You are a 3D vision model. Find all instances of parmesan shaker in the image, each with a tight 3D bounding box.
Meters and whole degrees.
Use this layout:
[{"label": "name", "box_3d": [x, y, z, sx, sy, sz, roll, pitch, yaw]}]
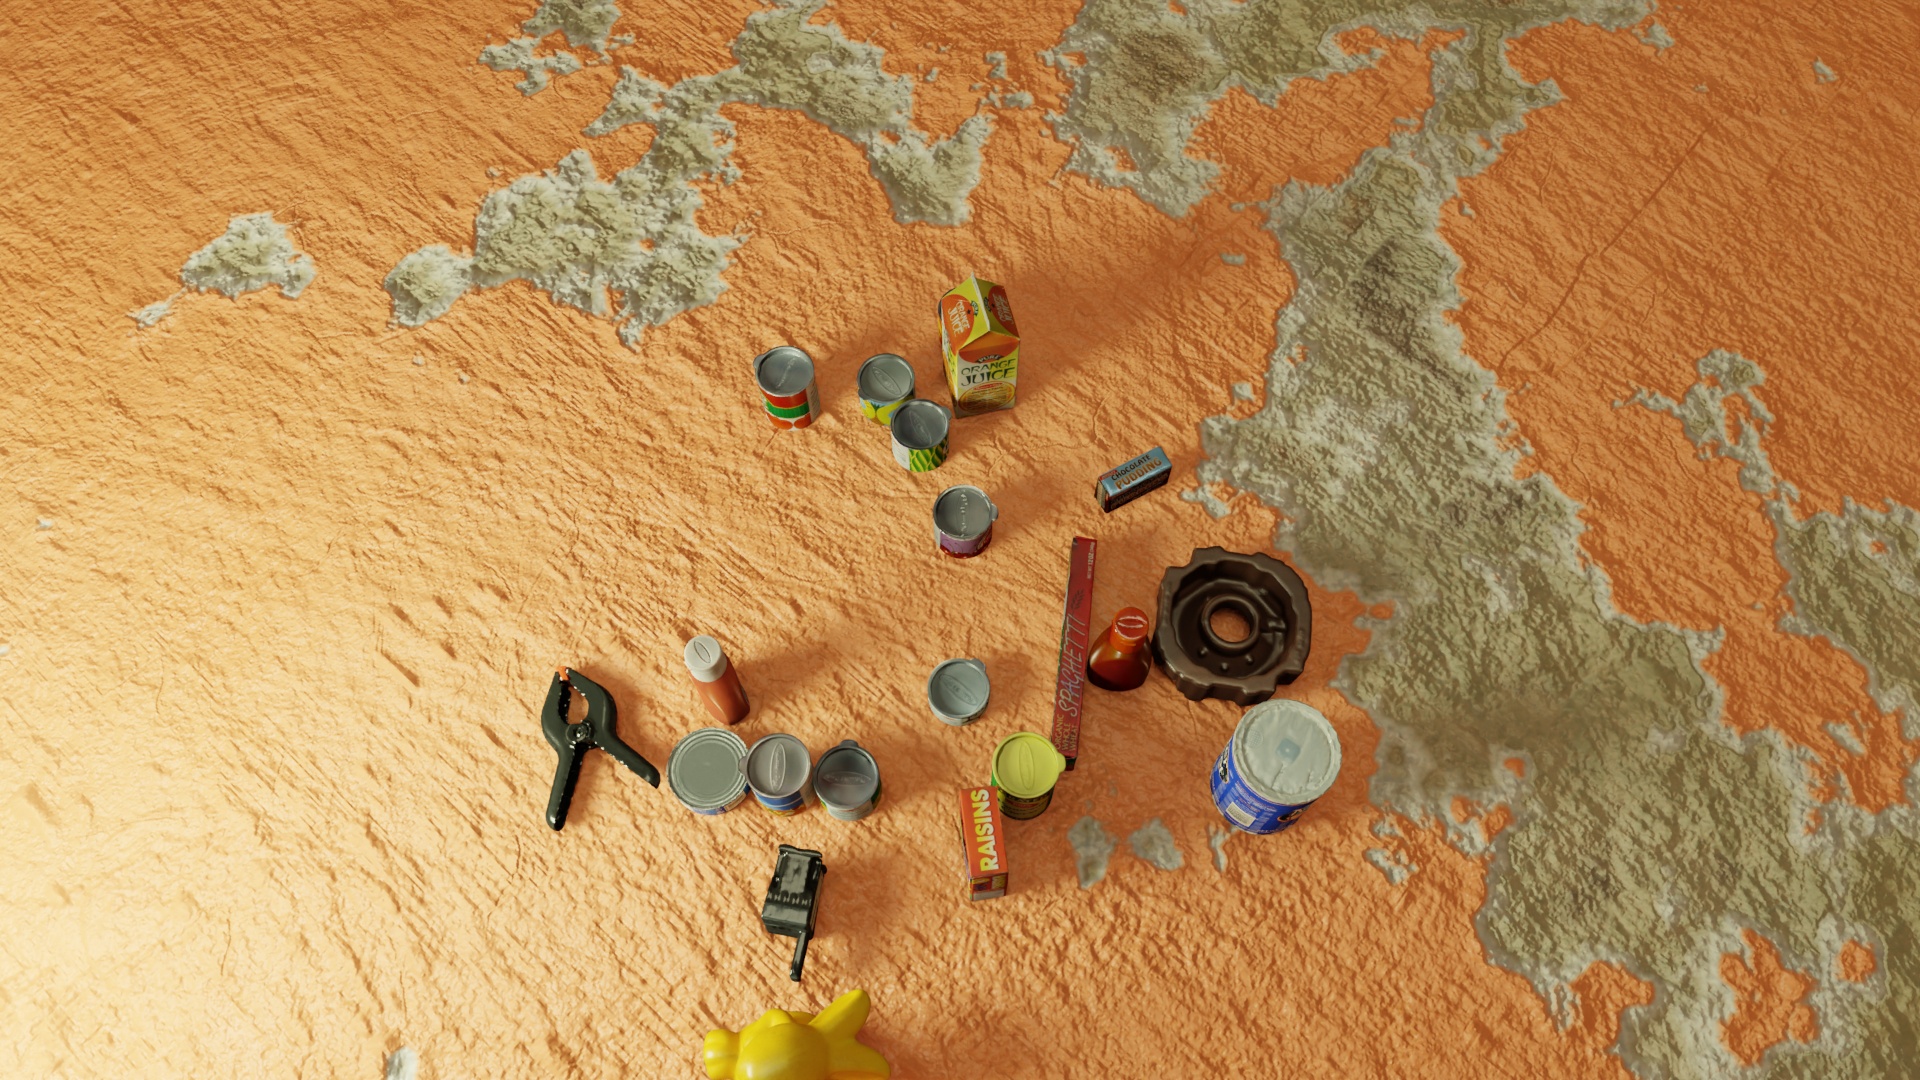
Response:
[{"label": "parmesan shaker", "box_3d": [0.066, 0.237, 1.387, 0.071, 0.102, 0.071, 0, 66, 0]}]

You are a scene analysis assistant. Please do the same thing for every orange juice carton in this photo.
[{"label": "orange juice carton", "box_3d": [0.022, -0.218, 1.547, 0.073, 0.192, 0.072, -12, 66, -6]}]

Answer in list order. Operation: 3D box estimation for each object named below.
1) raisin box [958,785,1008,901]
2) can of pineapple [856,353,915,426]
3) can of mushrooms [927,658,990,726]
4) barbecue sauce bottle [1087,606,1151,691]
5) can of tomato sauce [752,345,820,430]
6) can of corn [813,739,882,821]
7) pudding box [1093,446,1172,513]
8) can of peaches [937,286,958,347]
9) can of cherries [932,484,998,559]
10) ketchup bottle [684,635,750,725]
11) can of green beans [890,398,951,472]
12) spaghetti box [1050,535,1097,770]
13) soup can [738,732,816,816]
[{"label": "raisin box", "box_3d": [0.021, 0.295, 1.349, 0.040, 0.123, 0.086, -6, 66, -3]}, {"label": "can of pineapple", "box_3d": [-0.086, -0.172, 1.600, 0.071, 0.057, 0.071, 0, 65, 0]}, {"label": "can of mushrooms", "box_3d": [0.000, 0.158, 1.461, 0.071, 0.033, 0.071, 0, 65, 0]}, {"label": "barbecue sauce bottle", "box_3d": [0.166, 0.112, 1.420, 0.065, 0.148, 0.044, 4, 66, 2]}, {"label": "can of tomato sauce", "box_3d": [-0.198, -0.173, 1.586, 0.071, 0.082, 0.071, 0, 66, 0]}, {"label": "can of corn", "box_3d": [-0.113, 0.244, 1.407, 0.071, 0.058, 0.071, 0, 65, 0]}, {"label": "pudding box", "box_3d": [0.193, -0.068, 1.557, 0.084, 0.049, 0.030, -26, 68, -12]}, {"label": "can of peaches", "box_3d": [0.006, -0.255, 1.638, 0.071, 0.057, 0.071, 0, 65, 0]}, {"label": "can of cherries", "box_3d": [0.005, -0.019, 1.529, 0.071, 0.058, 0.072, 0, 65, 0]}, {"label": "ketchup bottle", "box_3d": [-0.249, 0.138, 1.406, 0.043, 0.148, 0.065, -34, 70, -14]}, {"label": "can of green beans", "box_3d": [-0.045, -0.118, 1.575, 0.071, 0.057, 0.071, 0, 65, 0]}, {"label": "spaghetti box", "box_3d": [0.119, 0.118, 1.471, 0.029, 0.050, 0.251, 6, 65, 3]}, {"label": "soup can", "box_3d": [-0.182, 0.237, 1.397, 0.071, 0.083, 0.071, 0, 66, 0]}]
